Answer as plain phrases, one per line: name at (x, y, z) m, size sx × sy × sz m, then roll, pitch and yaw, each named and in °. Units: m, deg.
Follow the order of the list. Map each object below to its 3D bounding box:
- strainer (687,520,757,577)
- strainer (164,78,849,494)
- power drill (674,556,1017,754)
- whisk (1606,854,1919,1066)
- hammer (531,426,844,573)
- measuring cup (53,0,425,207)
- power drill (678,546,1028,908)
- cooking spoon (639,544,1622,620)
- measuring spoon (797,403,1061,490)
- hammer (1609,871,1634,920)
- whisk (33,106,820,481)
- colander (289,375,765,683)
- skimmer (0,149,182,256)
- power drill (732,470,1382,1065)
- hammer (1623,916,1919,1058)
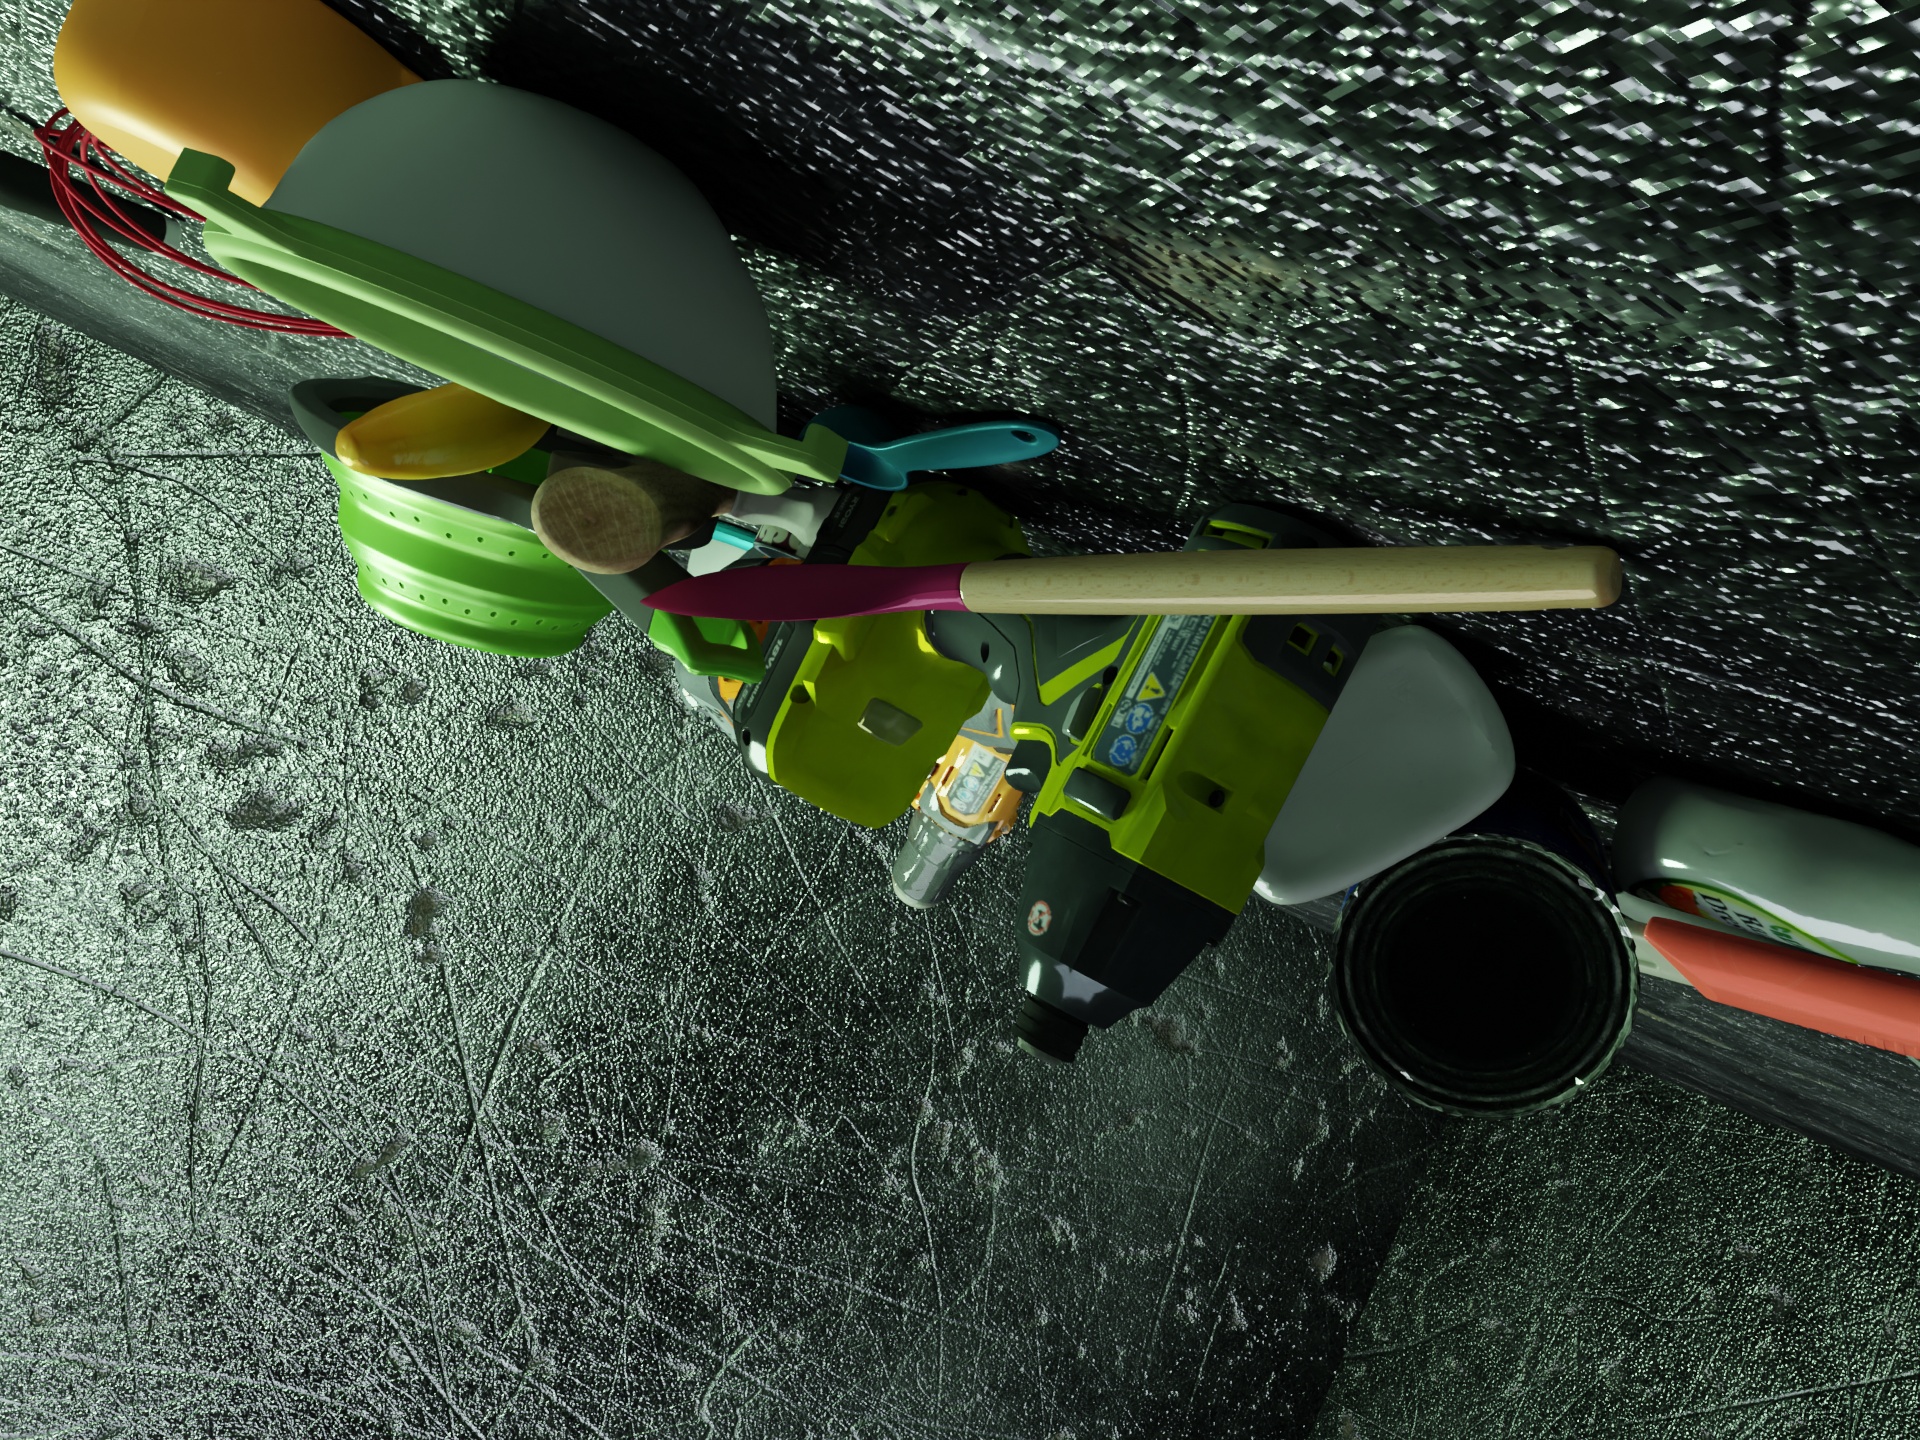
strainer at (-0.068, -0.037, 1.104) m, size 0.341 × 0.095 × 0.210 m, roll 24°, pitch 176°, yaw 35°
strainer at (-0.117, -0.123, 0.451) m, size 0.151 × 0.069 × 0.256 m, roll 21°, pitch -178°, yaw -19°
power drill at (-0.001, -0.002, 0.737) m, size 0.226 × 0.084 × 0.164 m, roll 7°, pitch 151°, yaw 31°
whisk at (0.388, 0.114, 0.695) m, size 0.239 × 0.055 × 0.055 m, roll 28°, pitch 179°, yaw 35°
hammer at (-0.109, -0.083, 0.590) m, size 0.130 × 0.031 × 0.331 m, roll 16°, pitch -171°, yaw -5°
measuring cup at (-0.192, -0.162, 0.472) m, size 0.095 × 0.052 × 0.173 m, roll 24°, pitch 175°, yaw 7°
power drill at (-0.063, 0.008, 1.015) m, size 0.226 × 0.185 × 0.084 m, roll 31°, pitch -147°, yaw 4°
cooking spoon at (0.025, -0.040, 0.462) m, size 0.319 × 0.017 × 0.068 m, roll 3°, pitch -167°, yaw 38°
measuring spoon at (-0.008, -0.097, 0.528) m, size 0.042 × 0.021 × 0.129 m, roll 28°, pitch 166°, yaw -36°
hammer at (0.206, 0.076, 0.904) m, size 0.335 × 0.035 × 0.146 m, roll 4°, pitch 160°, yaw 46°
whisk at (-0.180, -0.149, 0.586) m, size 0.295 × 0.073 × 0.073 m, roll 20°, pitch 178°, yaw -22°
colander at (-0.188, -0.061, 0.713) m, size 0.204 × 0.094 × 0.397 m, roll 9°, pitch -163°, yaw -35°
skimmer at (-0.505, -0.305, 0.701) m, size 0.127 × 0.090 × 0.363 m, roll 19°, pitch -176°, yaw 29°
power drill at (0.017, 0.001, 0.537) m, size 0.080 × 0.171 × 0.223 m, roll 29°, pitch 178°, yaw -37°
hammer at (0.336, 0.102, 0.658) m, size 0.359 × 0.037 × 0.149 m, roll 13°, pitch 139°, yaw 40°
